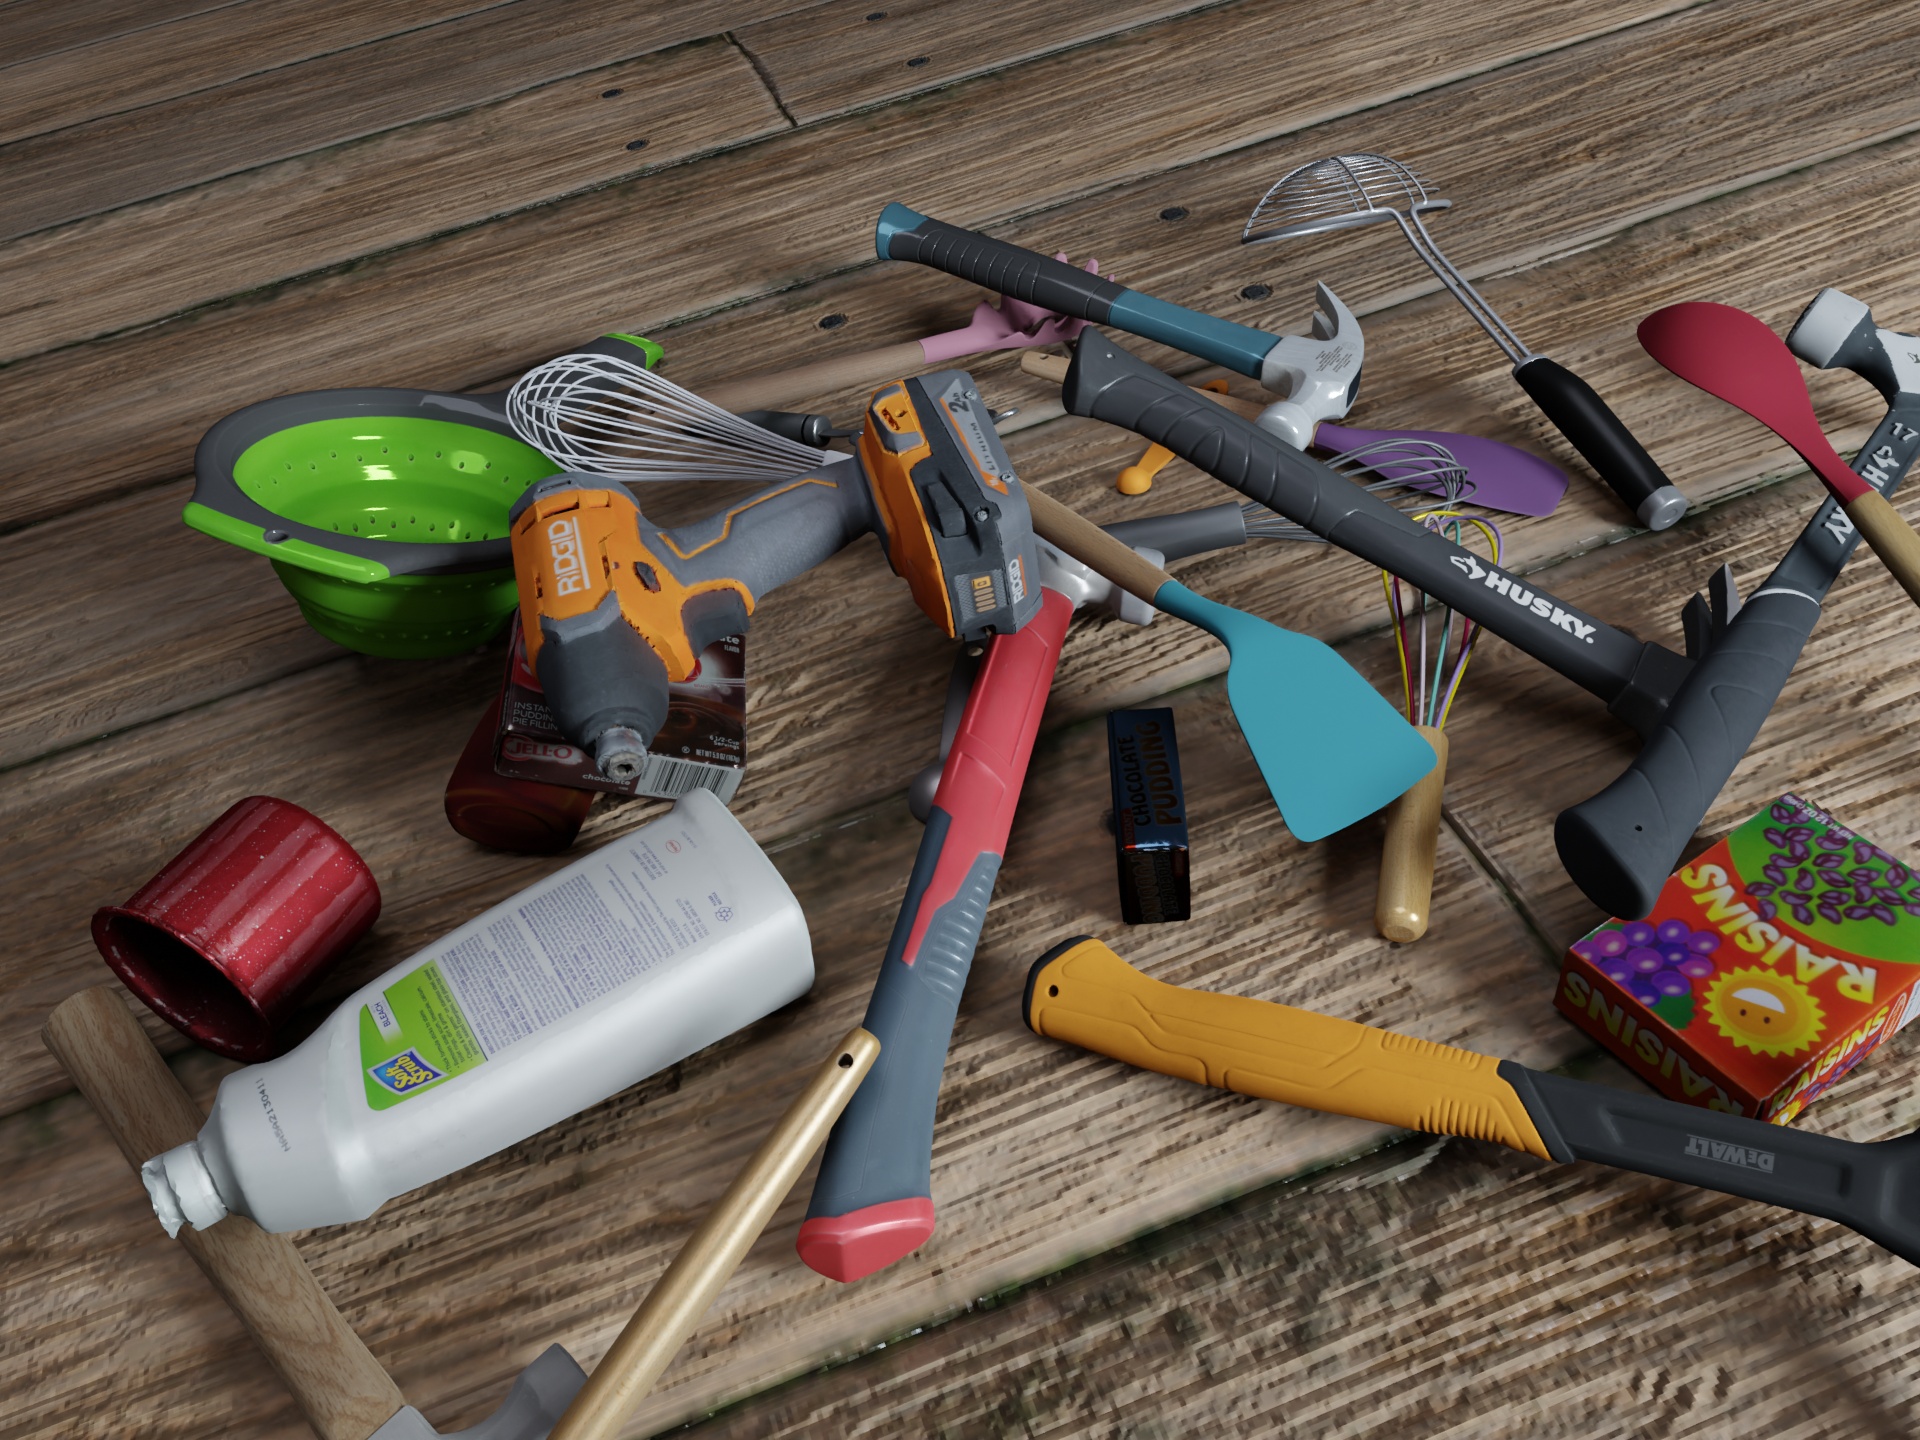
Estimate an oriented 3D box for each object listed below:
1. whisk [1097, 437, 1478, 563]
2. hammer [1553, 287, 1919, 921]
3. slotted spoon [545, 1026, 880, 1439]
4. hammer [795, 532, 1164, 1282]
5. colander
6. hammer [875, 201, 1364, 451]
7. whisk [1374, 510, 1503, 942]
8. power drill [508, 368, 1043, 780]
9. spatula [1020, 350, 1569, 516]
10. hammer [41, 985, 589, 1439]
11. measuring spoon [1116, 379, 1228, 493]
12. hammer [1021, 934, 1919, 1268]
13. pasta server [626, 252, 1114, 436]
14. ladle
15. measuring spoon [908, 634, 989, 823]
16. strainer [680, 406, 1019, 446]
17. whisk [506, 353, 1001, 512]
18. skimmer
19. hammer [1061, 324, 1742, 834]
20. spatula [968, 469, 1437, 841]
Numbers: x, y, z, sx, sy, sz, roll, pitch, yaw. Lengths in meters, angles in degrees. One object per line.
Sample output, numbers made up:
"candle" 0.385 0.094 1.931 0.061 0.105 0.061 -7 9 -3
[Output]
"whisk" 0.143 -0.099 0.815 0.239 0.055 0.055 -11 43 7
"hammer" 0.363 -0.054 0.681 0.149 0.036 0.409 37 57 17
"slotted spoon" -0.119 0.230 0.513 0.070 0.031 0.314 30 66 15
"hammer" -0.013 0.047 0.680 0.143 0.038 0.387 11 48 8
"colander" -0.273 -0.134 0.920 0.204 0.094 0.397 18 31 8
"hammer" 0.082 -0.245 0.932 0.331 0.033 0.128 27 53 26
"whisk" 0.204 -0.008 0.709 0.047 0.051 0.245 24 53 -6
"power drill" -0.083 -0.062 0.708 0.226 0.084 0.164 -17 51 -4
"spatula" 0.176 -0.166 0.885 0.316 0.018 0.060 19 49 23
"hammer" -0.279 0.201 0.609 0.130 0.031 0.332 -39 49 -26
"measuring spoon" 0.123 -0.166 0.909 0.021 0.011 0.117 20 52 29
"hammer" 0.173 0.138 0.552 0.337 0.034 0.127 9 76 29
"pasta server" -0.049 -0.222 0.955 0.316 0.040 0.060 -19 47 -21
"ladle" 0.389 -0.071 0.661 0.069 0.031 0.316 -12 60 -22
"measuring spoon" -0.001 -0.002 0.762 0.034 0.018 0.124 1 48 13
"strainer" -0.077 -0.168 0.937 0.258 0.050 0.087 11 28 31
"whisk" -0.098 -0.140 0.848 0.284 0.070 0.070 12 44 -9
"skimmer" 0.284 -0.216 0.912 0.127 0.090 0.364 -14 53 -16
"hammer" 0.191 -0.084 0.706 0.335 0.035 0.146 32 54 9
"spatula" 0.076 -0.059 0.733 0.082 0.044 0.318 -27 45 -25
